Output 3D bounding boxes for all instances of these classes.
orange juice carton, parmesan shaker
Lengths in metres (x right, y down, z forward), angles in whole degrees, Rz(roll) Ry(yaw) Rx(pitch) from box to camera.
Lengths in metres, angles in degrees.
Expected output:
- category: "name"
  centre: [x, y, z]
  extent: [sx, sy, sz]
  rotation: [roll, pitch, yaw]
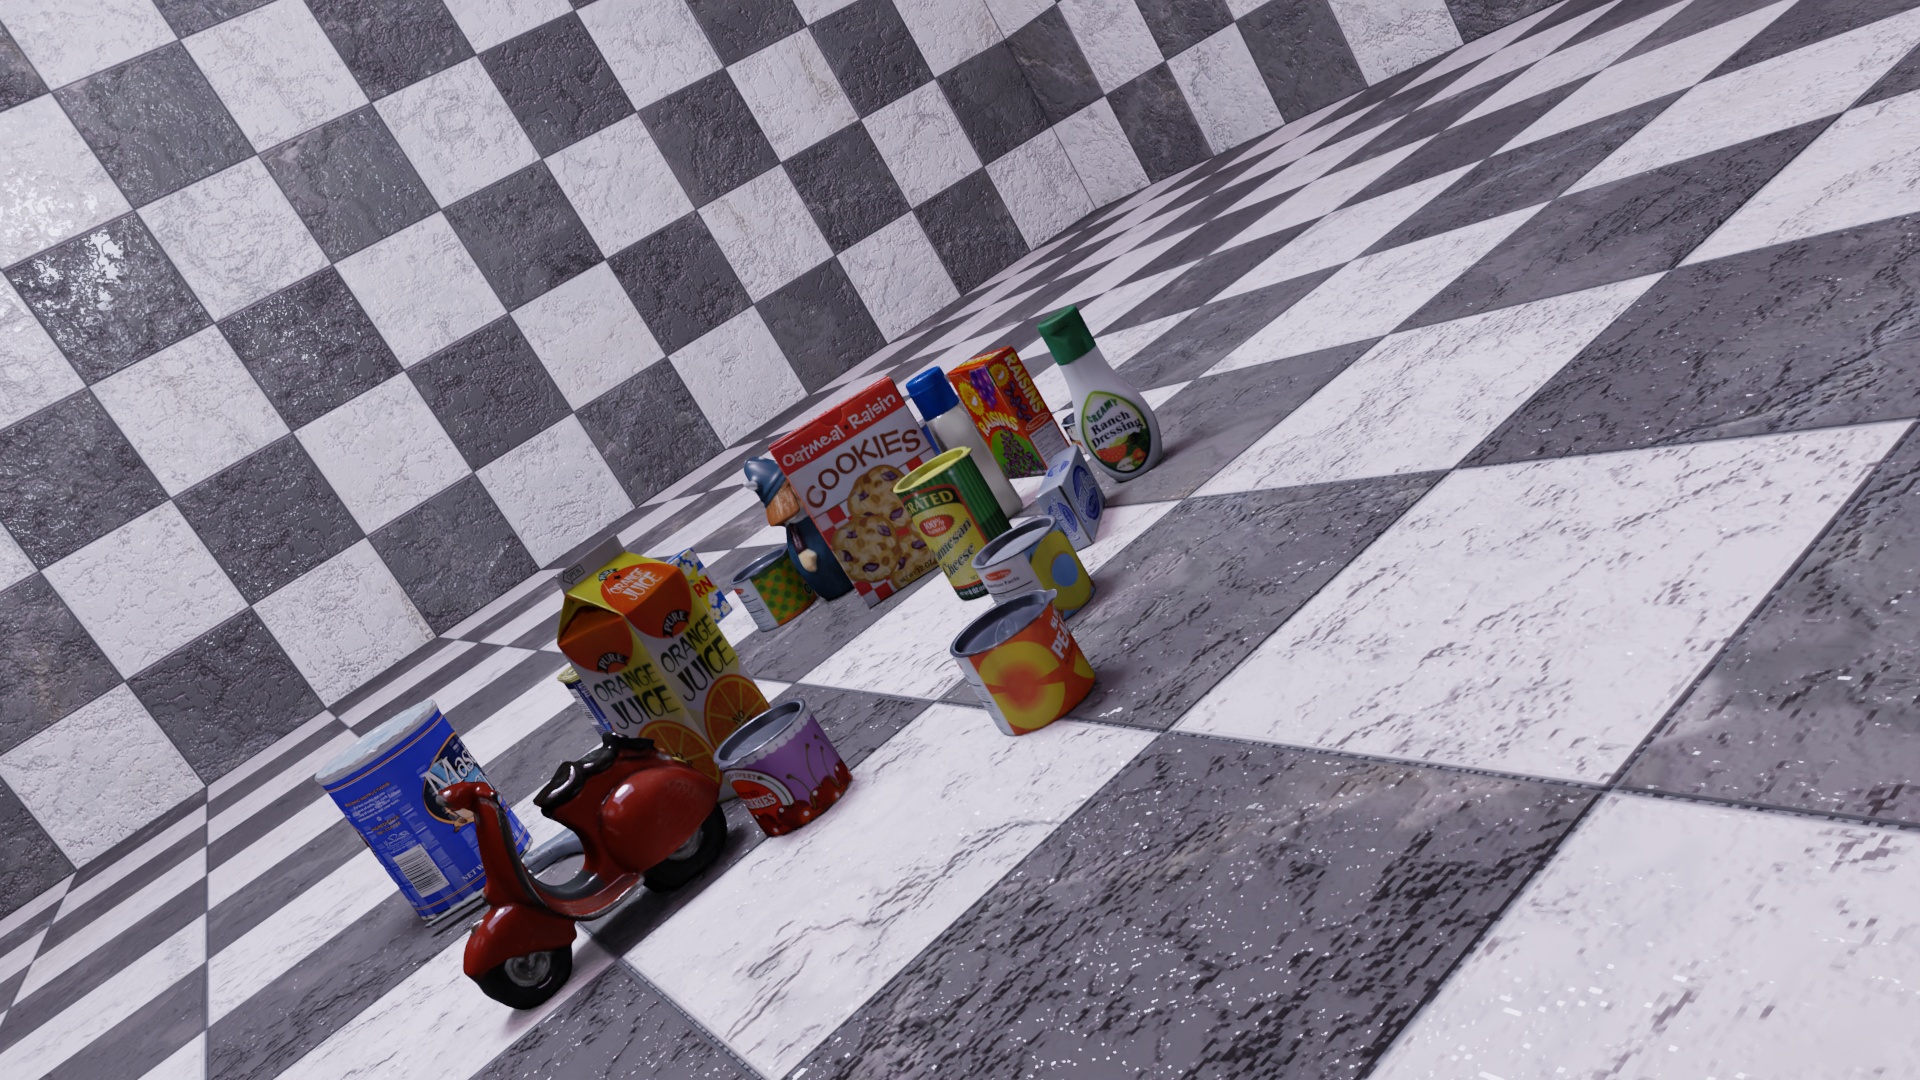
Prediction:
- category: "orange juice carton"
  centre: [-0.209, 0.089, 0.972]
  extent: [0.073, 0.192, 0.072]
  rotation: [-22, 15, 32]
- category: "parmesan shaker"
  centre: [0.004, -0.014, 1.084]
  extent: [0.071, 0.103, 0.071]
  rotation: [-29, 13, 8]

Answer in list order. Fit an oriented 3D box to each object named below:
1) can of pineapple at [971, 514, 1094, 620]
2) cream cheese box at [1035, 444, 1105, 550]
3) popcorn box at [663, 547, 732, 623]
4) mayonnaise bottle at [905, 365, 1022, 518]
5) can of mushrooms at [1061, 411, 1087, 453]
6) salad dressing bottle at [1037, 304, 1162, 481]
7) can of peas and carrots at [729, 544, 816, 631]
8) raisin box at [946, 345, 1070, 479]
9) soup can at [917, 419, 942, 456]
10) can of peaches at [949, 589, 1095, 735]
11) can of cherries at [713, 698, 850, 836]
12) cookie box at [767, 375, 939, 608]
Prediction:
- category: "can of pineapple"
  centre: [0.051, 0.023, 0.947]
  extent: [0.071, 0.057, 0.071]
  rotation: [-29, 13, 8]
- category: "cream cheese box"
  centre: [0.088, -0.033, 1.083]
  extent: [0.024, 0.053, 0.104]
  rotation: [-26, 14, 20]
- category: "popcorn box"
  centre: [-0.312, 0.075, 1.483]
  extent: [0.038, 0.085, 0.127]
  rotation: [-20, 17, 39]
- category: "mayonnaise bottle"
  centre: [0.003, -0.085, 1.252]
  extent: [0.041, 0.148, 0.065]
  rotation: [-31, 13, -3]
- category: "can of mushrooms"
  centre: [0.131, -0.112, 1.322]
  extent: [0.071, 0.033, 0.071]
  rotation: [-29, 13, 7]
- category: "salad dressing bottle"
  centre: [0.113, -0.121, 1.145]
  extent: [0.064, 0.147, 0.044]
  rotation: [-27, 13, 17]
- category: "can of peas and carrots"
  centre: [-0.182, 0.046, 1.363]
  extent: [0.071, 0.058, 0.071]
  rotation: [-29, 13, 8]
- category: "raisin box"
  centre: [0.047, -0.122, 1.342]
  extent: [0.040, 0.123, 0.086]
  rotation: [-36, 14, -21]
- category: "soup can"
  centre: [-0.043, -0.073, 1.443]
  extent: [0.071, 0.083, 0.071]
  rotation: [-29, 13, 8]
- category: "can of peaches"
  centre: [0.038, 0.070, 0.802]
  extent: [0.071, 0.058, 0.071]
  rotation: [-29, 13, 8]
- category: "can of cherries"
  centre: [-0.111, 0.142, 0.861]
  extent: [0.071, 0.058, 0.072]
  rotation: [-29, 13, 8]
- category: "cookie box"
  centre: [-0.073, -0.044, 1.220]
  extent: [0.123, 0.167, 0.040]
  rotation: [-32, 13, -4]
